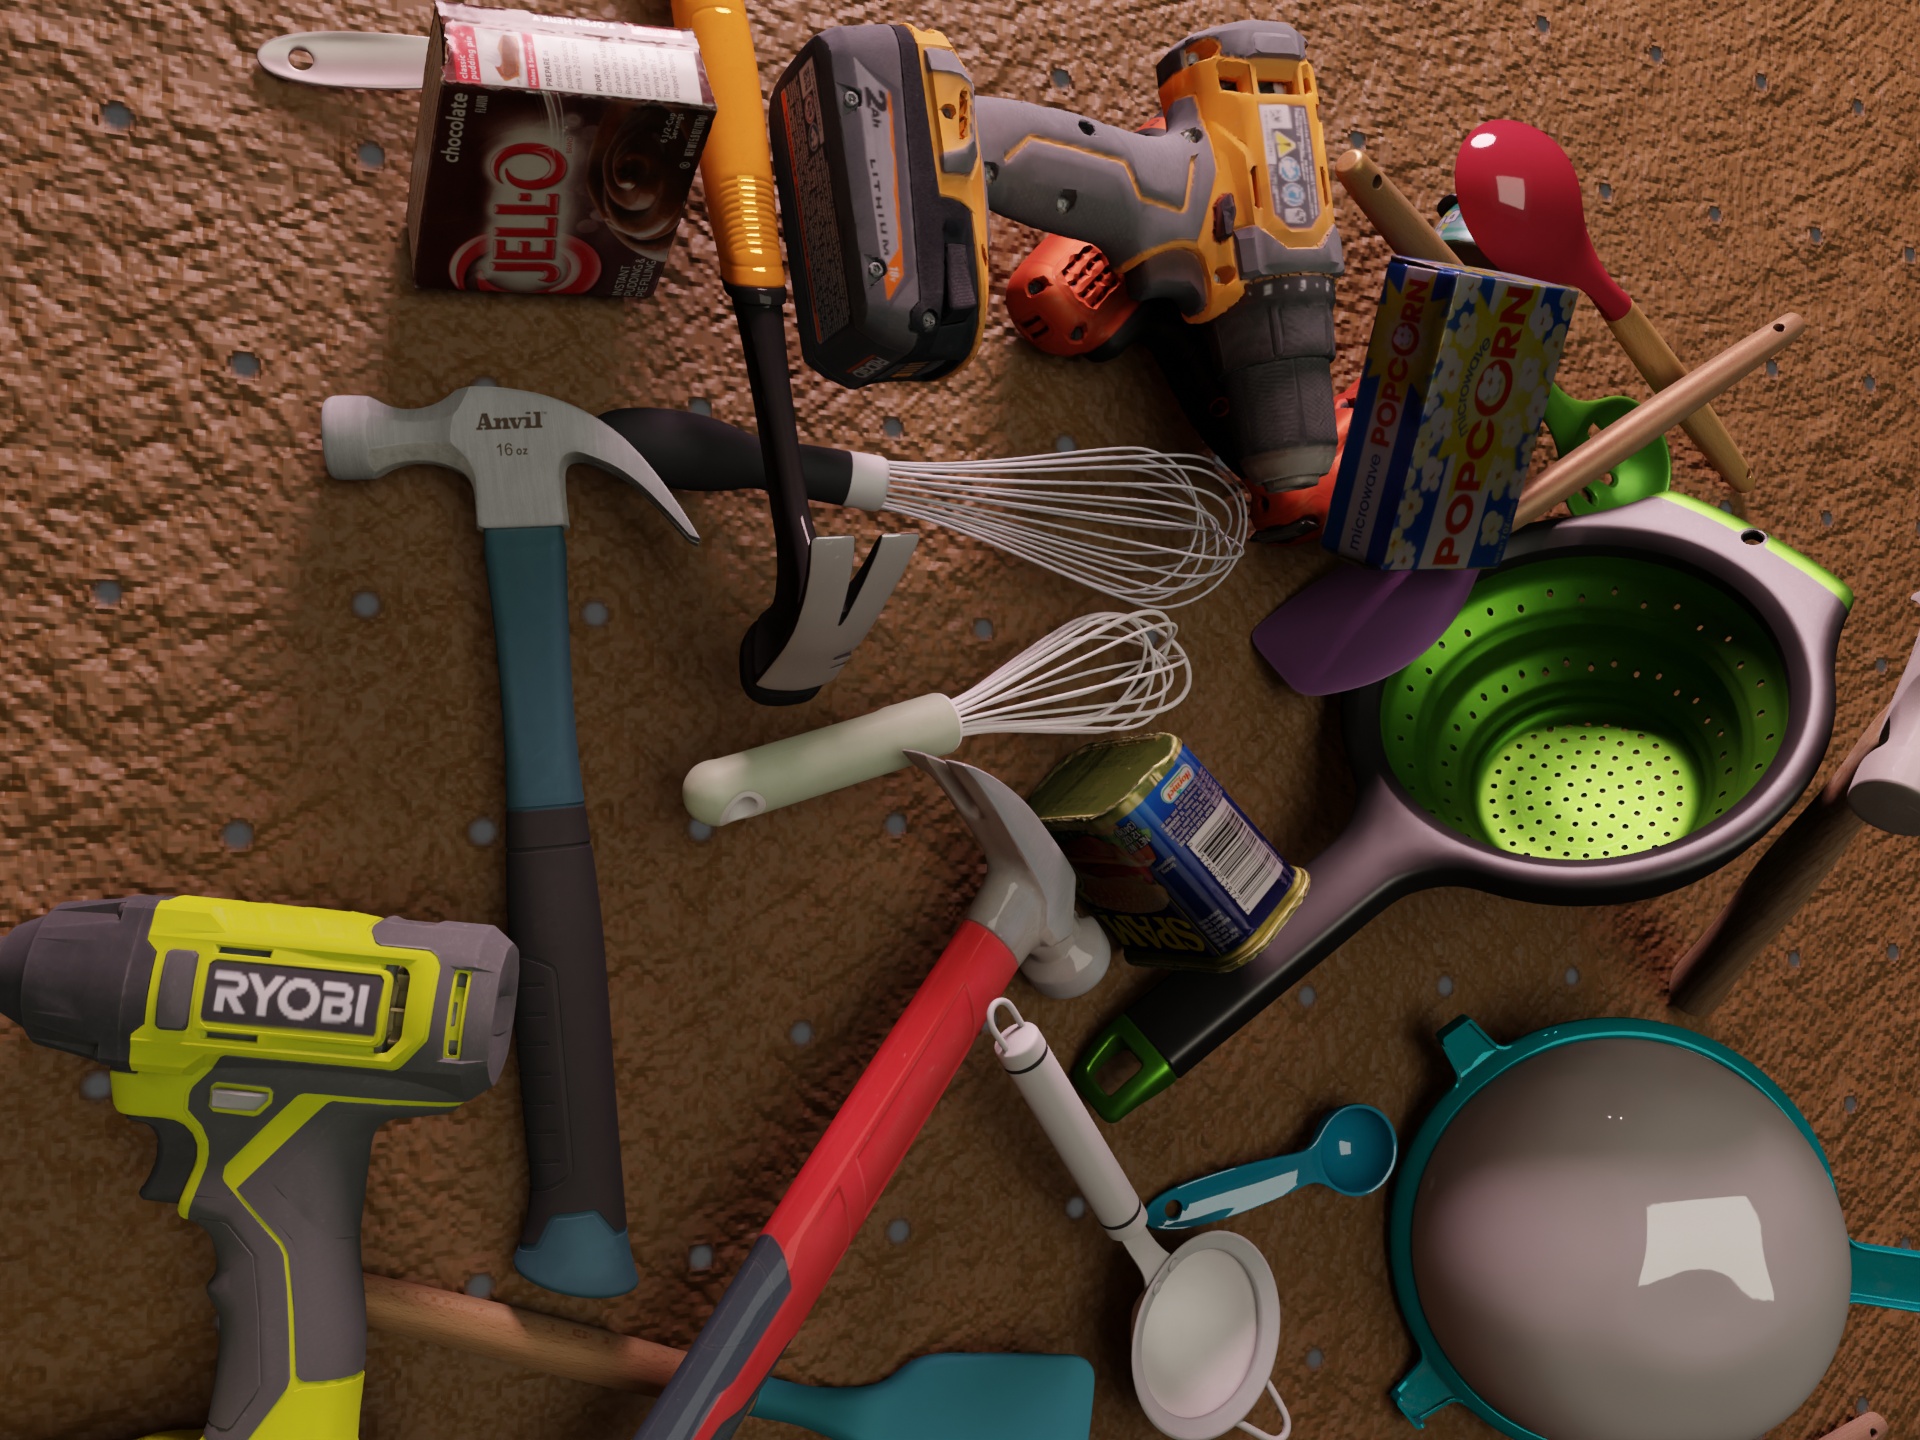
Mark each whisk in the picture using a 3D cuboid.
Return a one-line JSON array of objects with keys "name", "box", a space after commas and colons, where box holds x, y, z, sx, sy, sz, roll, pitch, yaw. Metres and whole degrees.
[{"name": "whisk", "box": [-0.009, -0.092, 0.651, 0.284, 0.070, 0.070, 6, 84, -19]}, {"name": "whisk", "box": [-0.001, -0.002, 0.637, 0.246, 0.057, 0.059, -17, 57, -34]}]

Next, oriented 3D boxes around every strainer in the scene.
[{"name": "strainer", "box": [0.371, 0.254, 0.708, 0.340, 0.095, 0.211, 7, 91, 3]}, {"name": "strainer", "box": [0.069, 0.207, 0.652, 0.087, 0.050, 0.258, -44, 119, -29]}]

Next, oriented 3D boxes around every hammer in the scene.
[{"name": "hammer", "box": [-0.077, -0.181, 0.572, 0.034, 0.127, 0.337, -5, 74, -21]}, {"name": "hammer", "box": [-0.072, 0.193, 0.560, 0.386, 0.038, 0.143, -56, 136, -23]}, {"name": "hammer", "box": [-0.151, 0.045, 0.579, 0.128, 0.033, 0.331, -4, 92, -10]}, {"name": "hammer", "box": [0.373, 0.056, 0.702, 0.031, 0.331, 0.130, 27, 67, 21]}]

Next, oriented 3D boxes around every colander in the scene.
[{"name": "colander", "box": [0.221, 0.061, 0.725, 0.397, 0.205, 0.094, -38, 138, -6]}]

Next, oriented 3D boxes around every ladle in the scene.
[{"name": "ladle", "box": [0.330, -0.187, 0.779, 0.315, 0.031, 0.069, 29, 77, -41]}]

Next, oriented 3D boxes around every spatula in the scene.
[{"name": "spatula", "box": [0.278, -0.107, 0.753, 0.316, 0.018, 0.060, -34, 64, -8]}, {"name": "spatula", "box": [-0.097, 0.245, 0.595, 0.317, 0.044, 0.082, 23, 67, -21]}]

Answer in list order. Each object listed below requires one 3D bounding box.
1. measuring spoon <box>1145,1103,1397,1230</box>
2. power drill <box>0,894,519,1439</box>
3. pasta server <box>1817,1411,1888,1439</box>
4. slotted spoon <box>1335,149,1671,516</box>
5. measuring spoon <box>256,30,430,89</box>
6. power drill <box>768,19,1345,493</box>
[{"name": "measuring spoon", "box": [0.139, 0.206, 0.725, 0.128, 0.021, 0.042, -12, 92, -16]}, {"name": "power drill", "box": [-0.244, 0.169, 0.507, 0.171, 0.080, 0.223, 6, 81, -6]}, {"name": "pasta server", "box": [0.374, 0.421, 0.807, 0.316, 0.040, 0.060, -13, 82, -26]}, {"name": "slotted spoon", "box": [0.257, -0.171, 0.741, 0.313, 0.031, 0.070, 28, 88, -42]}, {"name": "measuring spoon", "box": [-0.196, -0.243, 0.596, 0.124, 0.018, 0.034, -5, 91, -18]}, {"name": "power drill", "box": [0.052, -0.175, 0.619, 0.226, 0.084, 0.185, -9, 91, -25]}]
